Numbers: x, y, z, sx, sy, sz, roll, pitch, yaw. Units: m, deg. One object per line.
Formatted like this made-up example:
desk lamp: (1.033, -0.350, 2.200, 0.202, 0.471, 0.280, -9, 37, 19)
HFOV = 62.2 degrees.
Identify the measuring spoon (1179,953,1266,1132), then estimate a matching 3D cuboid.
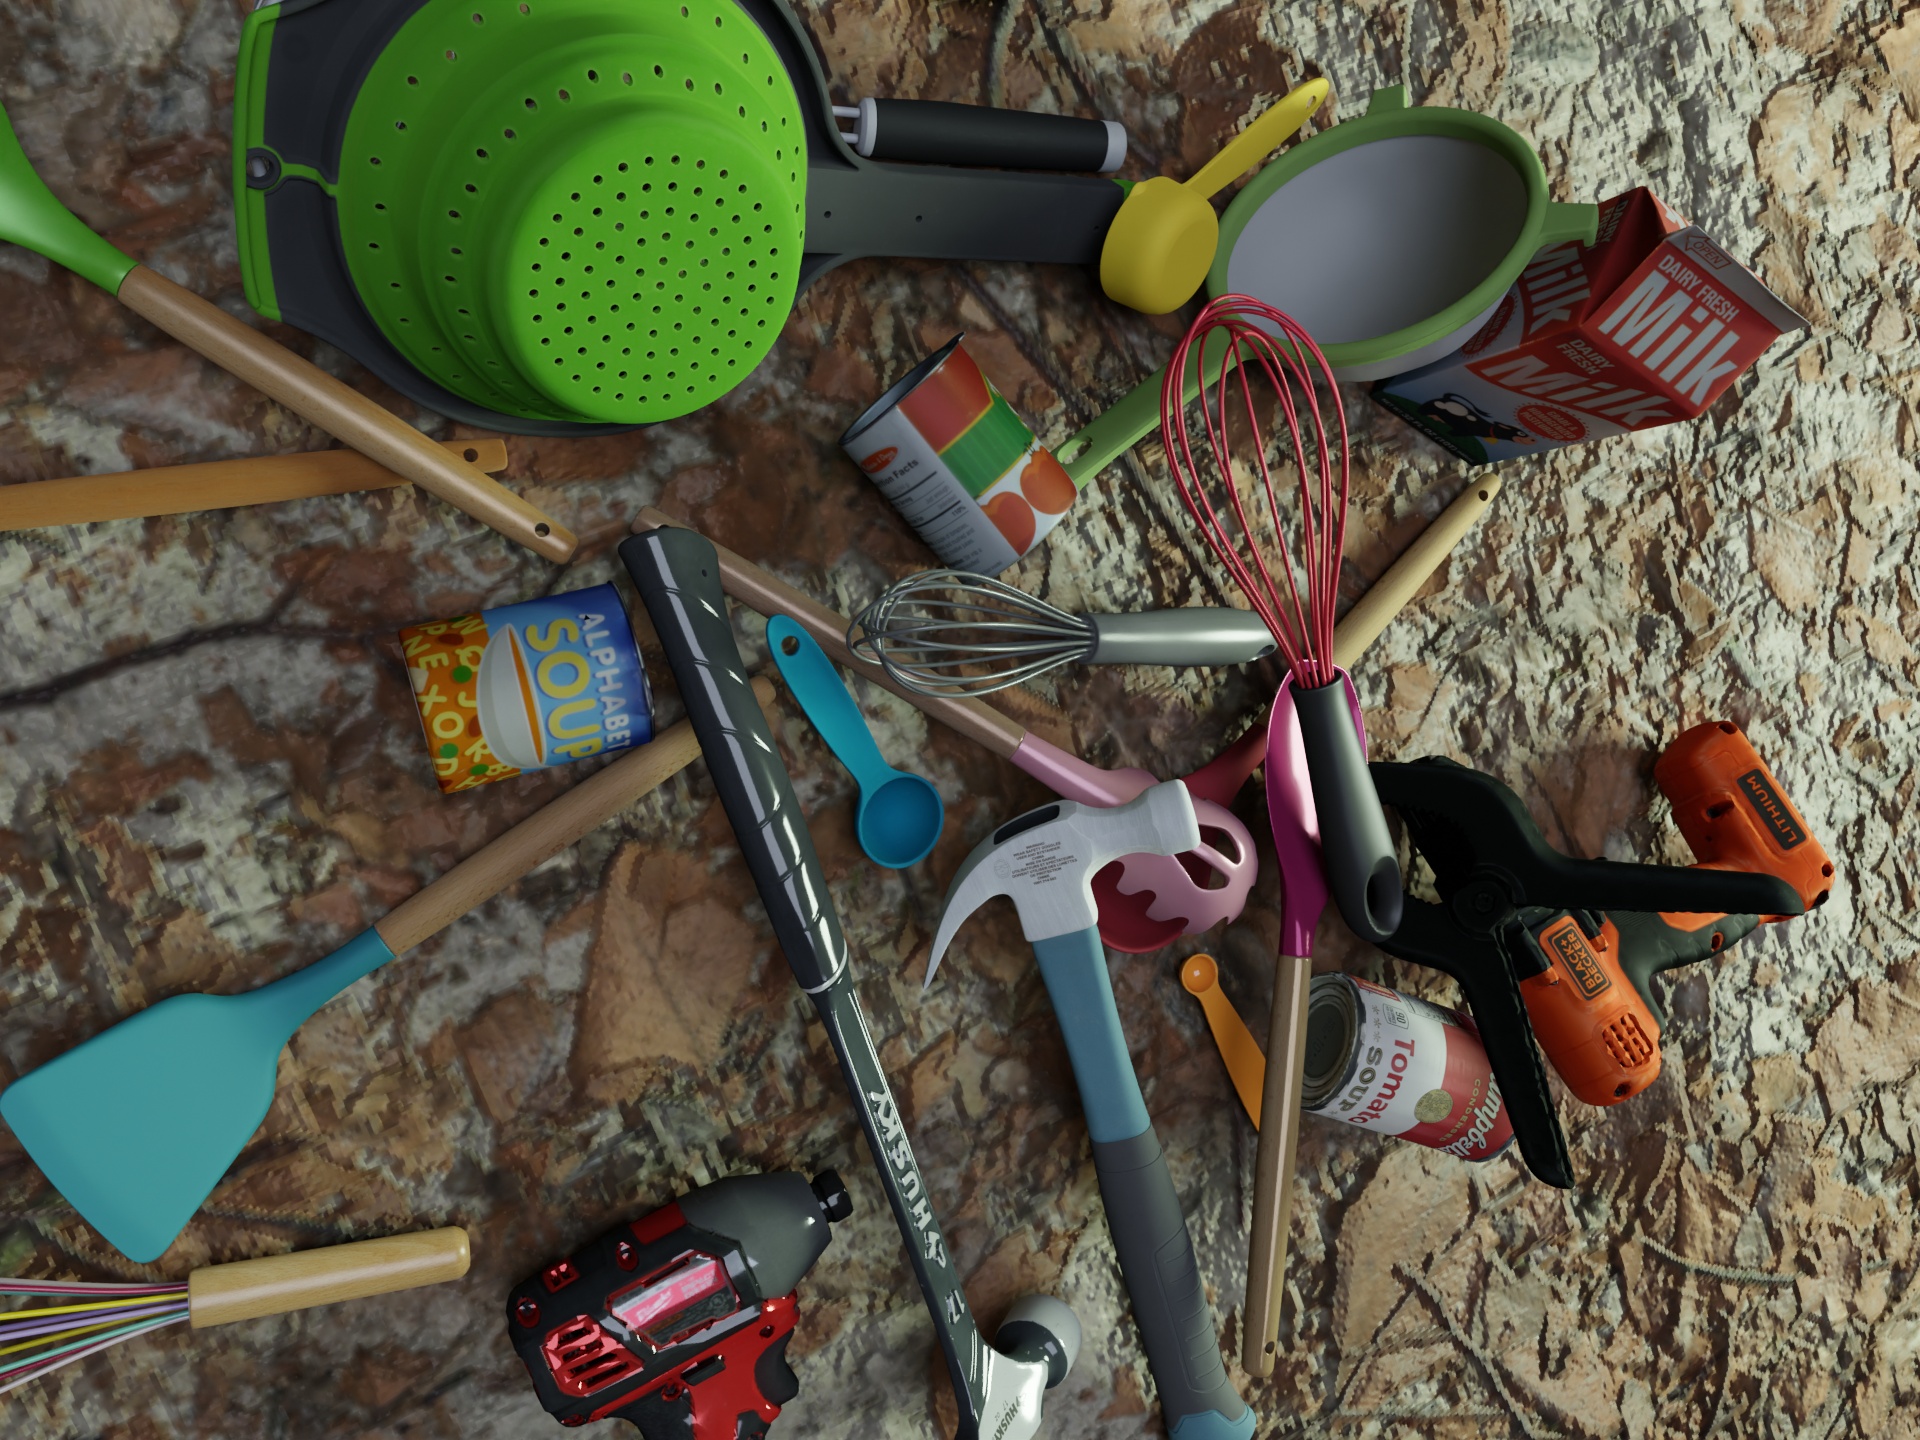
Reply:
measuring spoon: (0.133, 0.161, 0.762, 0.021, 0.011, 0.117, -33, 105, -18)

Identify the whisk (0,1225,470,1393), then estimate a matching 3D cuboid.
whisk: (-0.310, 0.220, 0.592, 0.245, 0.051, 0.047, -3, 113, -24)

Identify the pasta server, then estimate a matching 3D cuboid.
pasta server: (-0.001, -0.002, 0.683, 0.316, 0.040, 0.060, 31, 76, -7)

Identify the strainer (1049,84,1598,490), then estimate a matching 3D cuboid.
strainer: (0.149, -0.169, 0.724, 0.256, 0.152, 0.069, -37, 139, 4)

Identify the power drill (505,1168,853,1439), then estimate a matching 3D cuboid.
power drill: (-0.079, 0.298, 0.655, 0.143, 0.078, 0.219, -25, 97, -18)

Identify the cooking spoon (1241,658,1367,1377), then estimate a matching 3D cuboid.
cooking spoon: (0.147, 0.131, 0.714, 0.068, 0.017, 0.319, 8, 85, -36)

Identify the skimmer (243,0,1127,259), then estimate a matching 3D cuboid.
skimmer: (-0.087, -0.233, 0.630, 0.363, 0.090, 0.127, -3, 122, -22)

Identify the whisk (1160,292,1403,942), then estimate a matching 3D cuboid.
whisk: (0.145, -0.034, 0.674, 0.073, 0.073, 0.295, -25, 109, -18)

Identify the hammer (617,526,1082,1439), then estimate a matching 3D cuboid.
hammer: (-0.052, 0.118, 0.640, 0.036, 0.149, 0.409, -17, 96, 27)

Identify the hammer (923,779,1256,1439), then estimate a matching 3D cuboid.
hammer: (0.075, 0.191, 0.701, 0.128, 0.033, 0.331, -14, 106, 8)

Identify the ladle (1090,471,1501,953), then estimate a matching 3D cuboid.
ladle: (0.161, -0.013, 0.758, 0.315, 0.031, 0.069, -46, 101, -15)

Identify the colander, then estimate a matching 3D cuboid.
colander: (-0.054, -0.183, 0.604, 0.397, 0.095, 0.204, -8, 131, -31)

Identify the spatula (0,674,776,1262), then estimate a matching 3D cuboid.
spatula: (-0.200, 0.075, 0.621, 0.317, 0.044, 0.082, -36, 107, -17)

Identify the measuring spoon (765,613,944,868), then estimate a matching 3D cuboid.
measuring spoon: (-0.050, 0.008, 0.675, 0.042, 0.021, 0.128, -39, 114, -19)

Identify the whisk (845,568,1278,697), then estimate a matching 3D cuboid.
whisk: (0.055, -0.038, 0.686, 0.238, 0.055, 0.055, -2, 92, -37)

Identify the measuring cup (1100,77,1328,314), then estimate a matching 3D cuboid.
measuring cup: (0.124, -0.239, 0.712, 0.029, 0.062, 0.156, 38, 71, 28)

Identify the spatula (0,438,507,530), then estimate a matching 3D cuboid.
spatula: (-0.332, -0.079, 0.583, 0.322, 0.041, 0.081, -11, 95, -23)

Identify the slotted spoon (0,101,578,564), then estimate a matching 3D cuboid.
slotted spoon: (-0.279, -0.148, 0.584, 0.313, 0.031, 0.070, 33, 75, -14)
